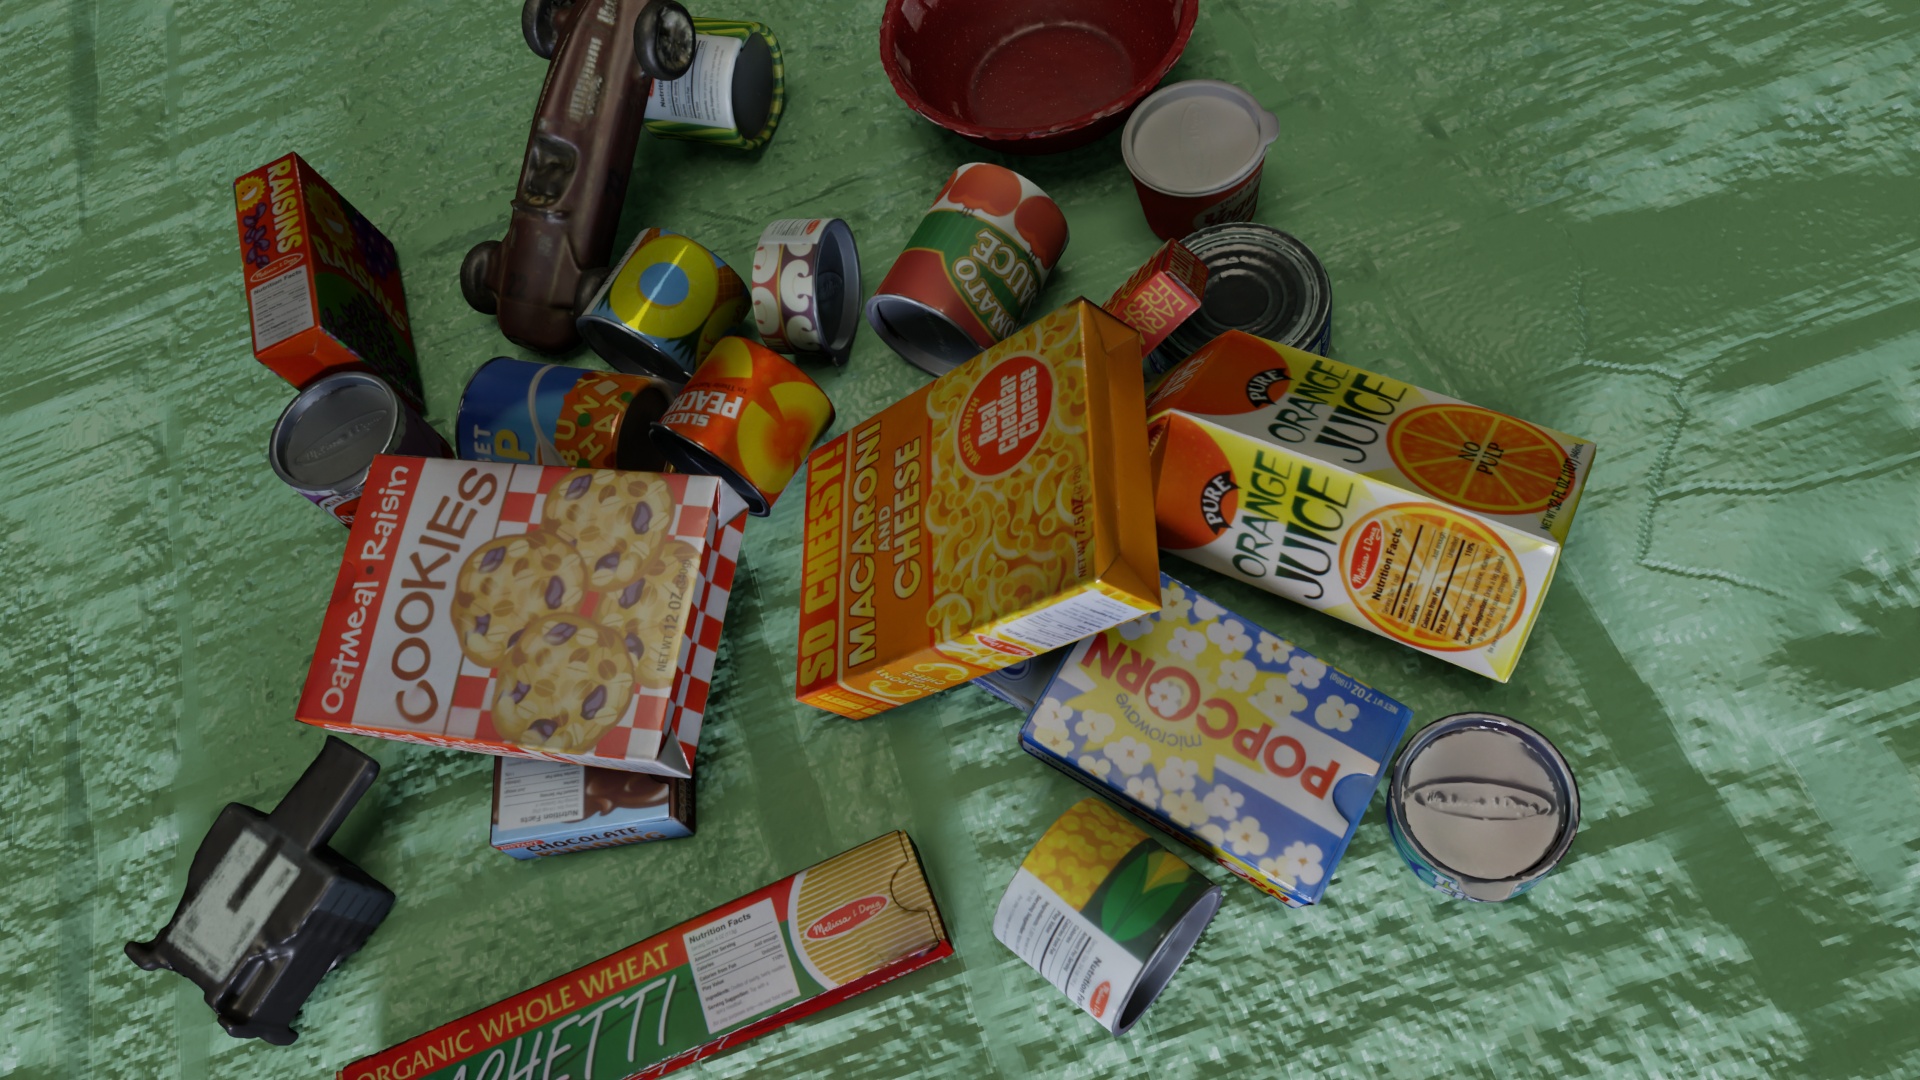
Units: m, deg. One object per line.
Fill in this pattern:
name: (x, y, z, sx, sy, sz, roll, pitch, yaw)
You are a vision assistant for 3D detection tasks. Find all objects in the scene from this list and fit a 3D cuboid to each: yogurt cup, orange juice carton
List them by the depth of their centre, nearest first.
orange juice carton: (0.142, -0.024, 0.560, 0.193, 0.072, 0.072, 22, 44, 21)
yogurt cup: (0.113, -0.177, 0.664, 0.072, 0.053, 0.072, -5, 64, 10)

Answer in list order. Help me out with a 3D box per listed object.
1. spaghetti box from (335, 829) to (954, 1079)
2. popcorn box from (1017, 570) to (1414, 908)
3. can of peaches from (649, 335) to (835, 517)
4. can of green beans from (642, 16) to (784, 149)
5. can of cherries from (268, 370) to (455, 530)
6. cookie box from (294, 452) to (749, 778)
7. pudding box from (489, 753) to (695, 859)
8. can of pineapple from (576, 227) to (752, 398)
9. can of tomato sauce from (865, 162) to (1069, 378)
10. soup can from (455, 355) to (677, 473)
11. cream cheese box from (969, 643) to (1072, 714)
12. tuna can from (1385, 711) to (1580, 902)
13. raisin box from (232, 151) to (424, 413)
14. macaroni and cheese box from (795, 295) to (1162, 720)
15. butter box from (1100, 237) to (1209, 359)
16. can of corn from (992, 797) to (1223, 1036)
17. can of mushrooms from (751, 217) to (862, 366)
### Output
spaghetti box: (-0.126, 0.187, 0.553, 0.250, 0.028, 0.050, -23, 62, 0)
popcorn box: (0.097, 0.074, 0.542, 0.127, 0.038, 0.085, 29, 73, 12)
can of peaches: (-0.101, -0.054, 0.642, 0.071, 0.071, 0.058, 26, 72, 22)
can of green beans: (-0.134, -0.246, 0.745, 0.058, 0.071, 0.071, 11, 68, 17)
can of cherries: (-0.292, -0.038, 0.683, 0.071, 0.058, 0.072, -5, 63, 9)
cookie box: (-0.187, 0.029, 0.595, 0.167, 0.040, 0.123, 4, 71, 14)
pudding box: (-0.157, 0.106, 0.599, 0.084, 0.030, 0.050, -10, 62, 7)
can of pineapple: (-0.143, -0.110, 0.681, 0.071, 0.070, 0.058, 22, 71, 21)
can of tomato sauce: (0.006, -0.125, 0.655, 0.071, 0.071, 0.083, 23, 71, 21)
soup can: (-0.185, -0.048, 0.659, 0.084, 0.071, 0.071, 9, 67, 16)
cream cheese box: (0.040, 0.022, 0.599, 0.053, 0.024, 0.104, 28, 73, 23)
tuna can: (0.195, 0.103, 0.521, 0.071, 0.032, 0.071, -5, 64, 10)
raisin box: (-0.326, -0.126, 0.717, 0.040, 0.086, 0.124, -25, 62, 6)
macaroni and cheese box: (0.002, -0.007, 0.566, 0.166, 0.040, 0.124, -25, 54, 39)
butter box: (0.062, -0.084, 0.604, 0.024, 0.053, 0.103, 43, 119, -8)
can of corn: (0.056, 0.137, 0.518, 0.058, 0.071, 0.071, 34, 76, 25)
can of mushrooms: (-0.073, -0.120, 0.672, 0.033, 0.070, 0.071, 3, 66, 14)
